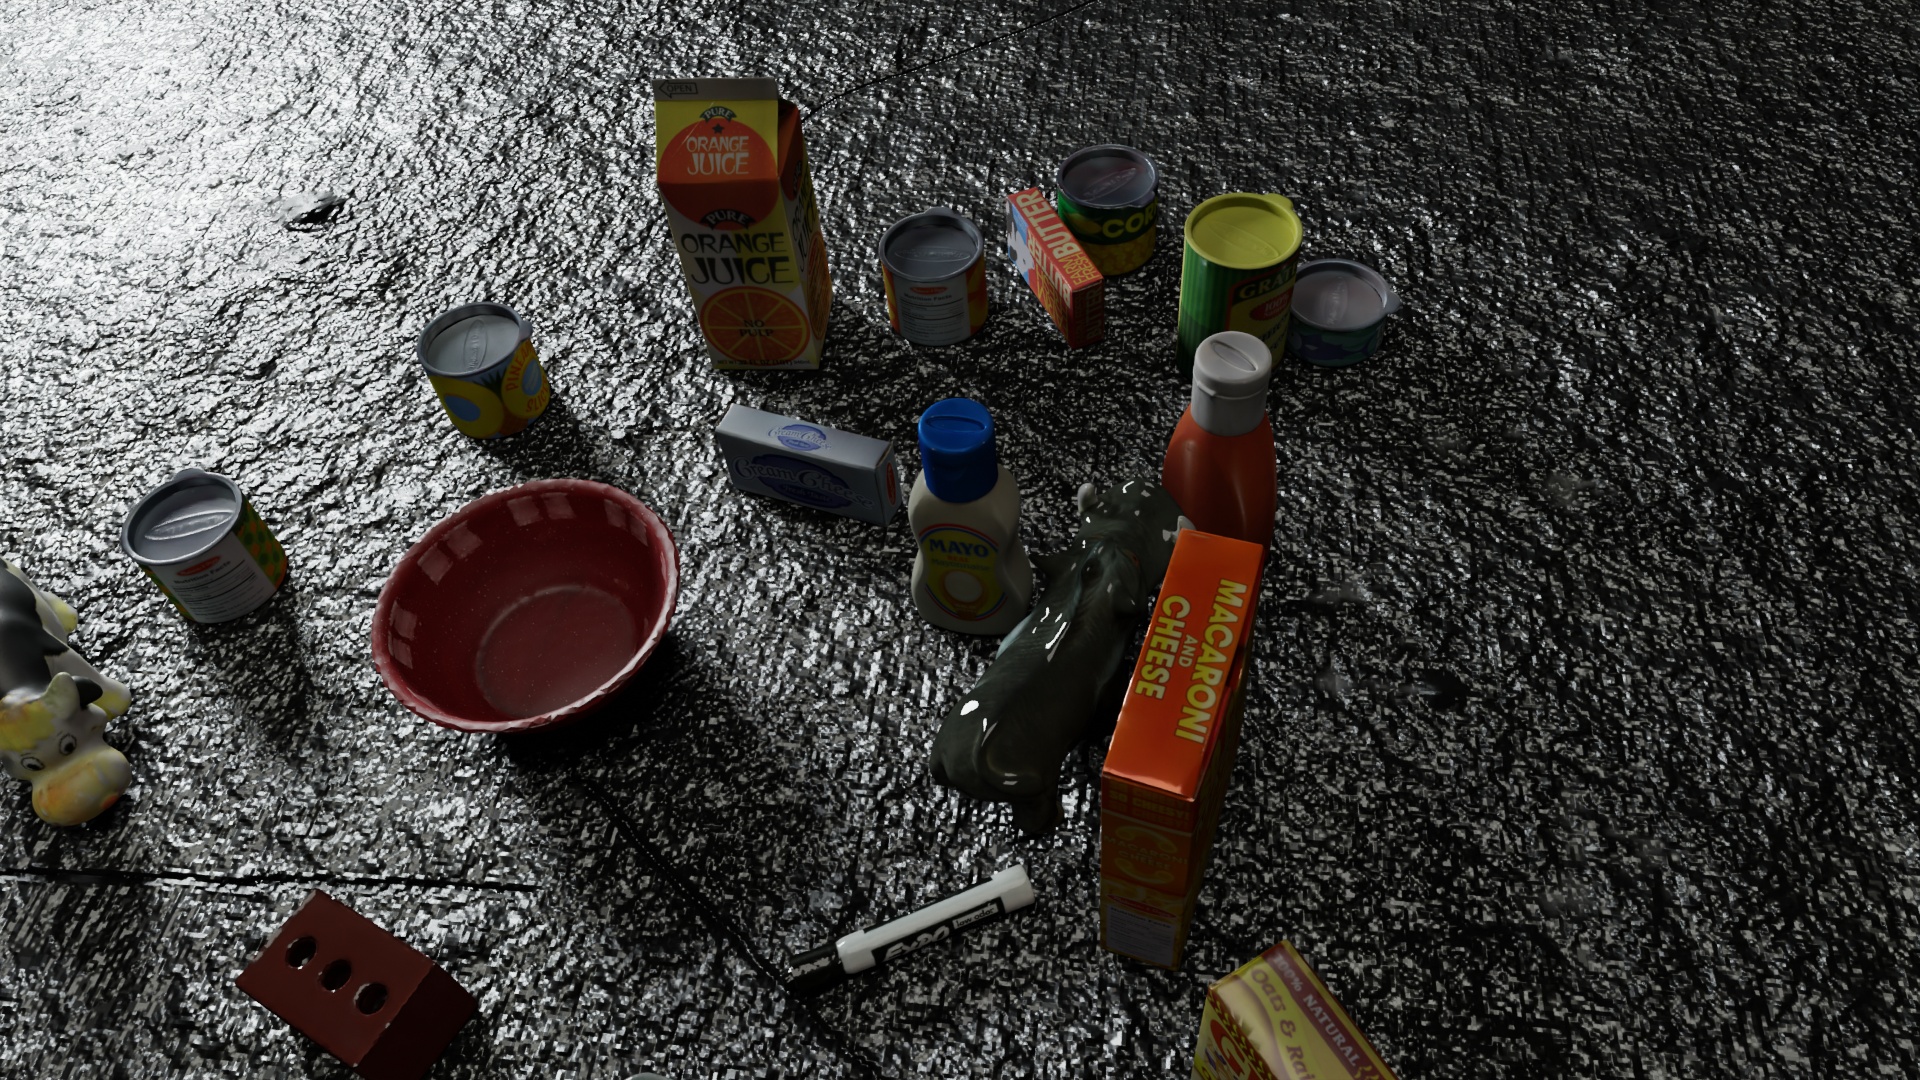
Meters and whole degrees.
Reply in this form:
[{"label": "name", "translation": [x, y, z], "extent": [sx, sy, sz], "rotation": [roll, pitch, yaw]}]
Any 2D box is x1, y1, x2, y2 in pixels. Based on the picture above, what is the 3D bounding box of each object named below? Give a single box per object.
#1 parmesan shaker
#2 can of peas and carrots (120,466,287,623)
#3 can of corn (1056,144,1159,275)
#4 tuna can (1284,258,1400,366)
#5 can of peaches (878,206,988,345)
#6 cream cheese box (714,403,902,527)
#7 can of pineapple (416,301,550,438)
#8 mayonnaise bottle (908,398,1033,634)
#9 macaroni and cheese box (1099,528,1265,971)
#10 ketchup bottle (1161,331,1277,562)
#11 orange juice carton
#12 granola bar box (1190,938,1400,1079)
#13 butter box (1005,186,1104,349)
[{"label": "parmesan shaker", "translation": [0.166, -0.146, 0.827], "extent": [0.071, 0.102, 0.072], "rotation": [-3, 52, 3]}, {"label": "can of peas and carrots", "translation": [-0.429, 0.003, 0.790], "extent": [0.071, 0.058, 0.071], "rotation": [-3, 52, 3]}, {"label": "can of corn", "translation": [0.099, -0.216, 0.917], "extent": [0.071, 0.058, 0.071], "rotation": [-3, 52, 3]}, {"label": "tuna can", "translation": [0.234, -0.141, 0.861], "extent": [0.071, 0.032, 0.071], "rotation": [-2, 52, 3]}, {"label": "can of peaches", "translation": [-0.016, -0.169, 0.889], "extent": [0.071, 0.057, 0.071], "rotation": [-3, 52, 3]}, {"label": "cream cheese box", "translation": [-0.087, -0.043, 0.799], "extent": [0.104, 0.053, 0.024], "rotation": [15, 55, 16]}, {"label": "can of pineapple", "translation": [-0.294, -0.105, 0.865], "extent": [0.071, 0.057, 0.071], "rotation": [-3, 52, 3]}, {"label": "mayonnaise bottle", "translation": [0.003, -0.009, 0.704], "extent": [0.065, 0.147, 0.041], "rotation": [7, 53, 11]}, {"label": "macaroni and cheese box", "translation": [0.096, 0.094, 0.602], "extent": [0.040, 0.165, 0.124], "rotation": [13, 54, 15]}, {"label": "ketchup bottle", "translation": [0.135, -0.042, 0.718], "extent": [0.044, 0.148, 0.065], "rotation": [-37, 58, -22]}, {"label": "orange juice carton", "translation": [-0.129, -0.195, 0.835], "extent": [0.072, 0.191, 0.073], "rotation": [1, 52, 6]}, {"label": "granola bar box", "translation": [0.151, 0.243, 0.506], "extent": [0.039, 0.123, 0.166], "rotation": [-27, 54, -15]}, {"label": "butter box", "translation": [0.060, -0.175, 0.891], "extent": [0.024, 0.052, 0.104], "rotation": [-20, 53, -10]}]
